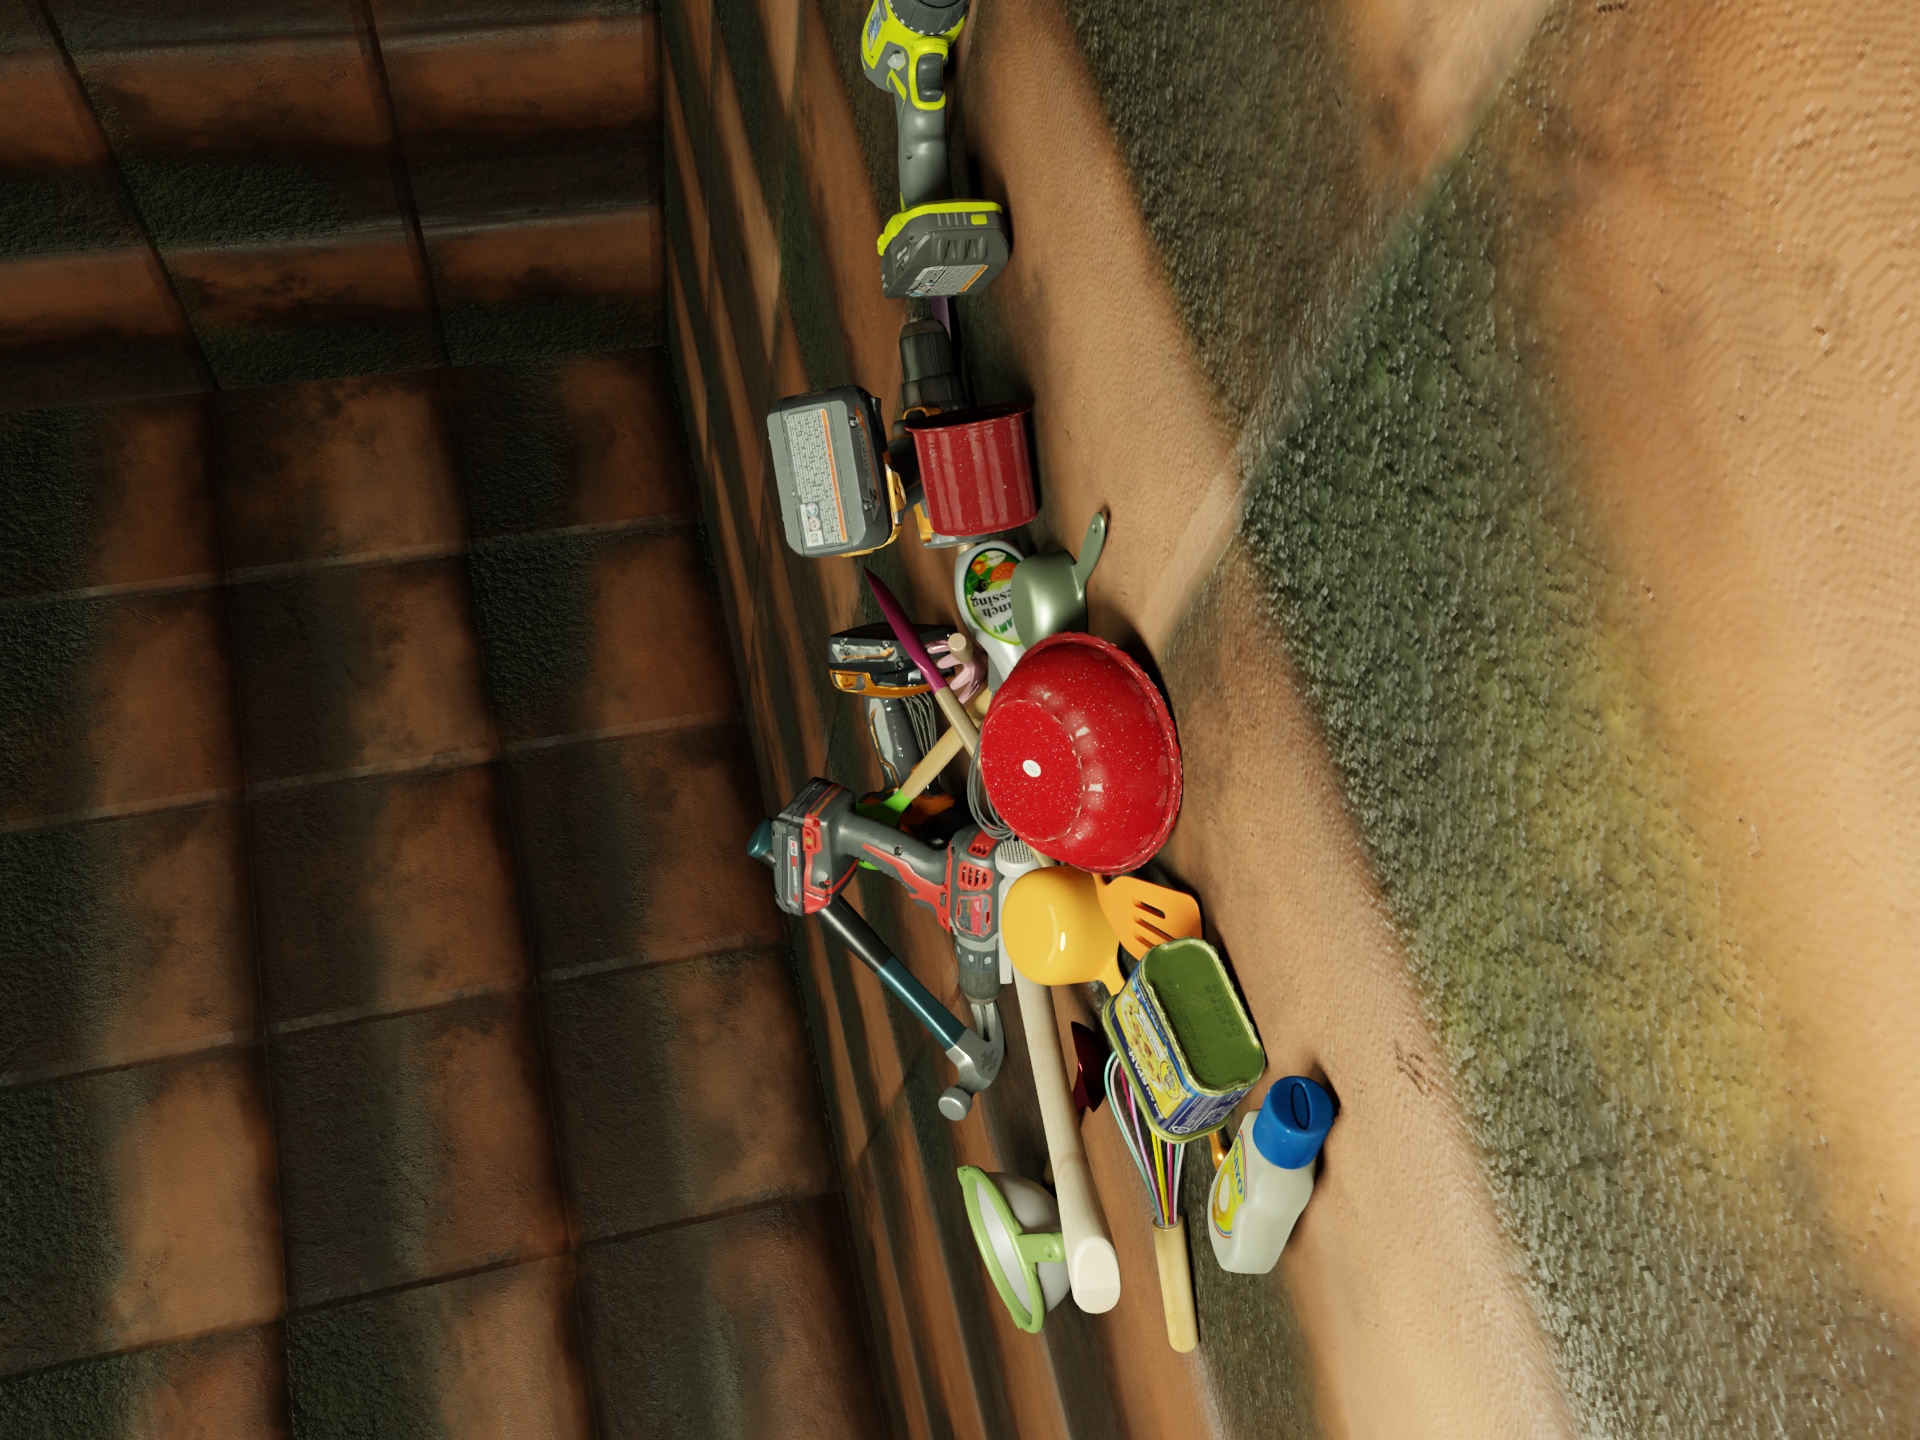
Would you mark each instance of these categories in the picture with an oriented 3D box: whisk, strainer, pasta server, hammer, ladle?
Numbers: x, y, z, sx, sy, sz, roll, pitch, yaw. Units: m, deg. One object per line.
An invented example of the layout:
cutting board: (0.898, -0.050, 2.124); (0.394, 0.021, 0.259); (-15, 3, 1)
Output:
whisk: (0.033, -0.025, 1.232); (0.055, 0.055, 0.239); (145, 127, -75)
strainer: (0.073, 0.442, 1.365); (0.256, 0.069, 0.151); (125, 124, -68)
whisk: (0.137, 0.324, 1.085); (0.047, 0.051, 0.245); (-153, 52, -67)
whisk: (-0.029, 0.082, 1.590); (0.070, 0.070, 0.285); (112, 142, -65)
pasta server: (-0.003, -0.050, 1.270); (0.060, 0.040, 0.316); (59, -179, 1)
hammer: (-0.083, 0.224, 1.523); (0.331, 0.128, 0.033); (46, 131, -1)
hammer: (0.067, 0.267, 1.190); (0.411, 0.038, 0.146); (-100, 7, -57)
ladle: (0.090, 0.334, 1.318); (0.315, 0.031, 0.069); (97, 166, -54)

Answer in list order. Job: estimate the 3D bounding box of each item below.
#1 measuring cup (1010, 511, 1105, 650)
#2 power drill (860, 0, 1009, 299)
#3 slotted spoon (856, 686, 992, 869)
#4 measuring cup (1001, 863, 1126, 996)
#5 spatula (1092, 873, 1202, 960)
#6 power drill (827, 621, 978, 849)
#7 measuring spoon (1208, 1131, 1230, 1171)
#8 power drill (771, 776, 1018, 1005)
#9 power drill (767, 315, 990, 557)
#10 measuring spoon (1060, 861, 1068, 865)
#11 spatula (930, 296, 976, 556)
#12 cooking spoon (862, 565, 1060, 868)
measuring cup: (0.066, -0.098, 1.093); (0.167, 0.038, 0.083); (109, 149, -68)
power drill: (-0.020, -0.436, 1.150); (0.190, 0.080, 0.228); (-177, 80, -77)
slotted spoon: (-0.036, 0.049, 1.422); (0.070, 0.031, 0.313); (51, 135, 10)
measuring cup: (0.086, 0.179, 1.135); (0.095, 0.052, 0.174); (-60, 44, 35)
spatula: (0.098, 0.085, 1.130); (0.323, 0.041, 0.081); (-117, 20, -63)
power drill: (-0.042, 0.027, 1.495); (0.164, 0.084, 0.226); (6, 109, 44)
measuring spoon: (0.157, 0.229, 1.011); (0.021, 0.011, 0.117); (114, 148, -66)
power drill: (-0.052, 0.157, 1.438); (0.080, 0.227, 0.187); (-51, -31, -49)
power drill: (-0.054, -0.218, 1.220); (0.226, 0.084, 0.185); (-22, -75, -60)
measuring spoon: (0.090, 0.130, 1.216); (0.034, 0.018, 0.124); (-121, 18, -70)
spatula: (-0.005, -0.240, 1.341); (0.060, 0.018, 0.316); (-158, 61, -77)
cooking spoon: (-0.002, -0.004, 1.320); (0.319, 0.017, 0.068); (59, -177, 21)
